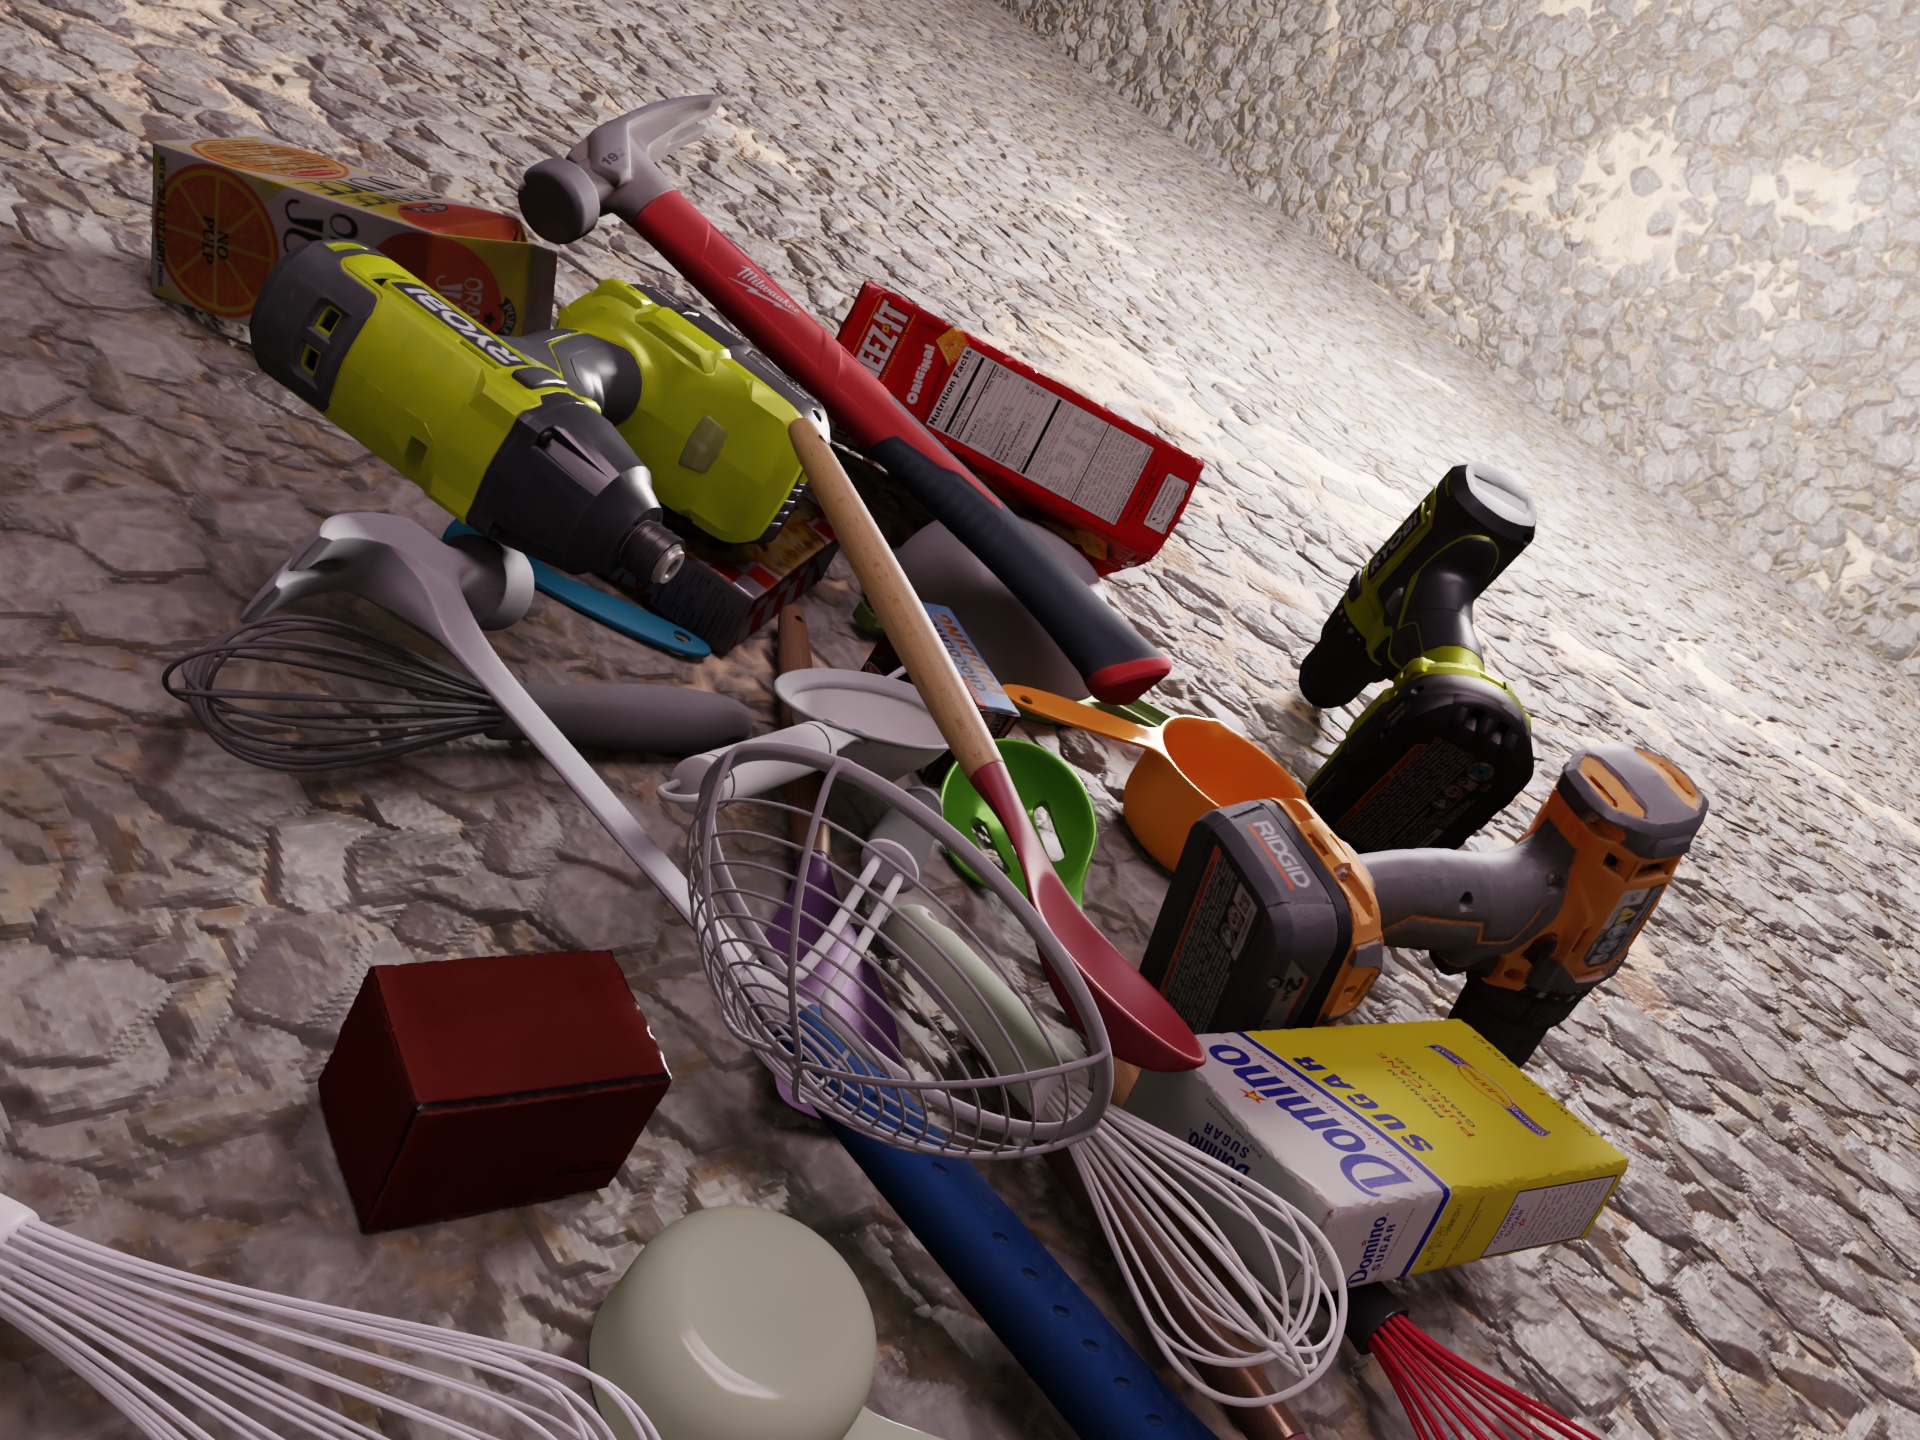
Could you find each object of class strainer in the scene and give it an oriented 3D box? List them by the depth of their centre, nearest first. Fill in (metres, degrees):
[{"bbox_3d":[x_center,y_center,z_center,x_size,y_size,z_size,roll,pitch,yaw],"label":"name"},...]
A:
[{"bbox_3d":[-0.056,0.011,0.604,0.087,0.050,0.258,19,11,13],"label":"strainer"},{"bbox_3d":[0.074,-0.044,0.870,0.256,0.069,0.151,29,28,-1],"label":"strainer"}]

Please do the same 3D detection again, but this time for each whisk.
[{"bbox_3d":[-0.191,0.131,0.354,0.284,0.070,0.070,27,28,0],"label":"whisk"},{"bbox_3d":[0.037,0.131,0.537,0.247,0.059,0.057,40,-9,49],"label":"whisk"},{"bbox_3d":[0.159,0.225,0.545,0.073,0.073,0.296,2,33,-42],"label":"whisk"},{"bbox_3d":[-0.173,-0.006,0.598,0.238,0.055,0.055,4,38,-46],"label":"whisk"}]

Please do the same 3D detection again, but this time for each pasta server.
[{"bbox_3d":[0.089,0.211,0.509,0.317,0.060,0.040,48,5,41],"label":"pasta server"}]

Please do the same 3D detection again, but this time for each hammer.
[{"bbox_3d":[-0.062,0.086,0.489,0.405,0.035,0.144,48,9,8],"label":"hammer"},{"bbox_3d":[-0.035,-0.158,0.804,0.386,0.038,0.143,43,45,-4],"label":"hammer"}]

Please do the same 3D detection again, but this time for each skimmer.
[{"bbox_3d":[-0.009,0.042,0.517,0.127,0.090,0.363,46,8,-2],"label":"skimmer"}]

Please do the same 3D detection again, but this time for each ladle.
[{"bbox_3d":[-0.001,-0.002,0.594,0.069,0.031,0.316,30,27,-59],"label":"ladle"}]

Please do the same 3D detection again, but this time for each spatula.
[{"bbox_3d":[-0.061,0.043,0.657,0.059,0.018,0.316,29,27,-28],"label":"spatula"}]

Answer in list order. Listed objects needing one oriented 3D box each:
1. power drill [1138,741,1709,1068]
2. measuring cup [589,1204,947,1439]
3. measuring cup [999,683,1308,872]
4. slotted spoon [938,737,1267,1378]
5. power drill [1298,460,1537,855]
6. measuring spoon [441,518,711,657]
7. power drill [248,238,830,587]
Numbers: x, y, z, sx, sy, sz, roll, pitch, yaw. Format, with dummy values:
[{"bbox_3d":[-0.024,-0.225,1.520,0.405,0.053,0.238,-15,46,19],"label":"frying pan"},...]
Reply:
[{"bbox_3d":[0.195,0.102,0.691,0.226,0.185,0.084,-7,43,-22],"label":"power drill"},{"bbox_3d":[-0.019,0.189,0.440,0.167,0.038,0.083,26,29,-5],"label":"measuring cup"},{"bbox_3d":[0.087,0.031,0.786,0.173,0.052,0.095,20,30,-16],"label":"measuring cup"},{"bbox_3d":[0.056,0.124,0.628,0.070,0.031,0.314,-12,45,-9],"label":"slotted spoon"},{"bbox_3d":[0.256,-0.022,0.927,0.080,0.190,0.229,27,43,-8],"label":"power drill"},{"bbox_3d":[-0.169,-0.063,0.715,0.128,0.021,0.042,25,29,-9],"label":"measuring spoon"},{"bbox_3d":[-0.146,-0.119,0.642,0.171,0.080,0.223,36,19,7],"label":"power drill"}]
